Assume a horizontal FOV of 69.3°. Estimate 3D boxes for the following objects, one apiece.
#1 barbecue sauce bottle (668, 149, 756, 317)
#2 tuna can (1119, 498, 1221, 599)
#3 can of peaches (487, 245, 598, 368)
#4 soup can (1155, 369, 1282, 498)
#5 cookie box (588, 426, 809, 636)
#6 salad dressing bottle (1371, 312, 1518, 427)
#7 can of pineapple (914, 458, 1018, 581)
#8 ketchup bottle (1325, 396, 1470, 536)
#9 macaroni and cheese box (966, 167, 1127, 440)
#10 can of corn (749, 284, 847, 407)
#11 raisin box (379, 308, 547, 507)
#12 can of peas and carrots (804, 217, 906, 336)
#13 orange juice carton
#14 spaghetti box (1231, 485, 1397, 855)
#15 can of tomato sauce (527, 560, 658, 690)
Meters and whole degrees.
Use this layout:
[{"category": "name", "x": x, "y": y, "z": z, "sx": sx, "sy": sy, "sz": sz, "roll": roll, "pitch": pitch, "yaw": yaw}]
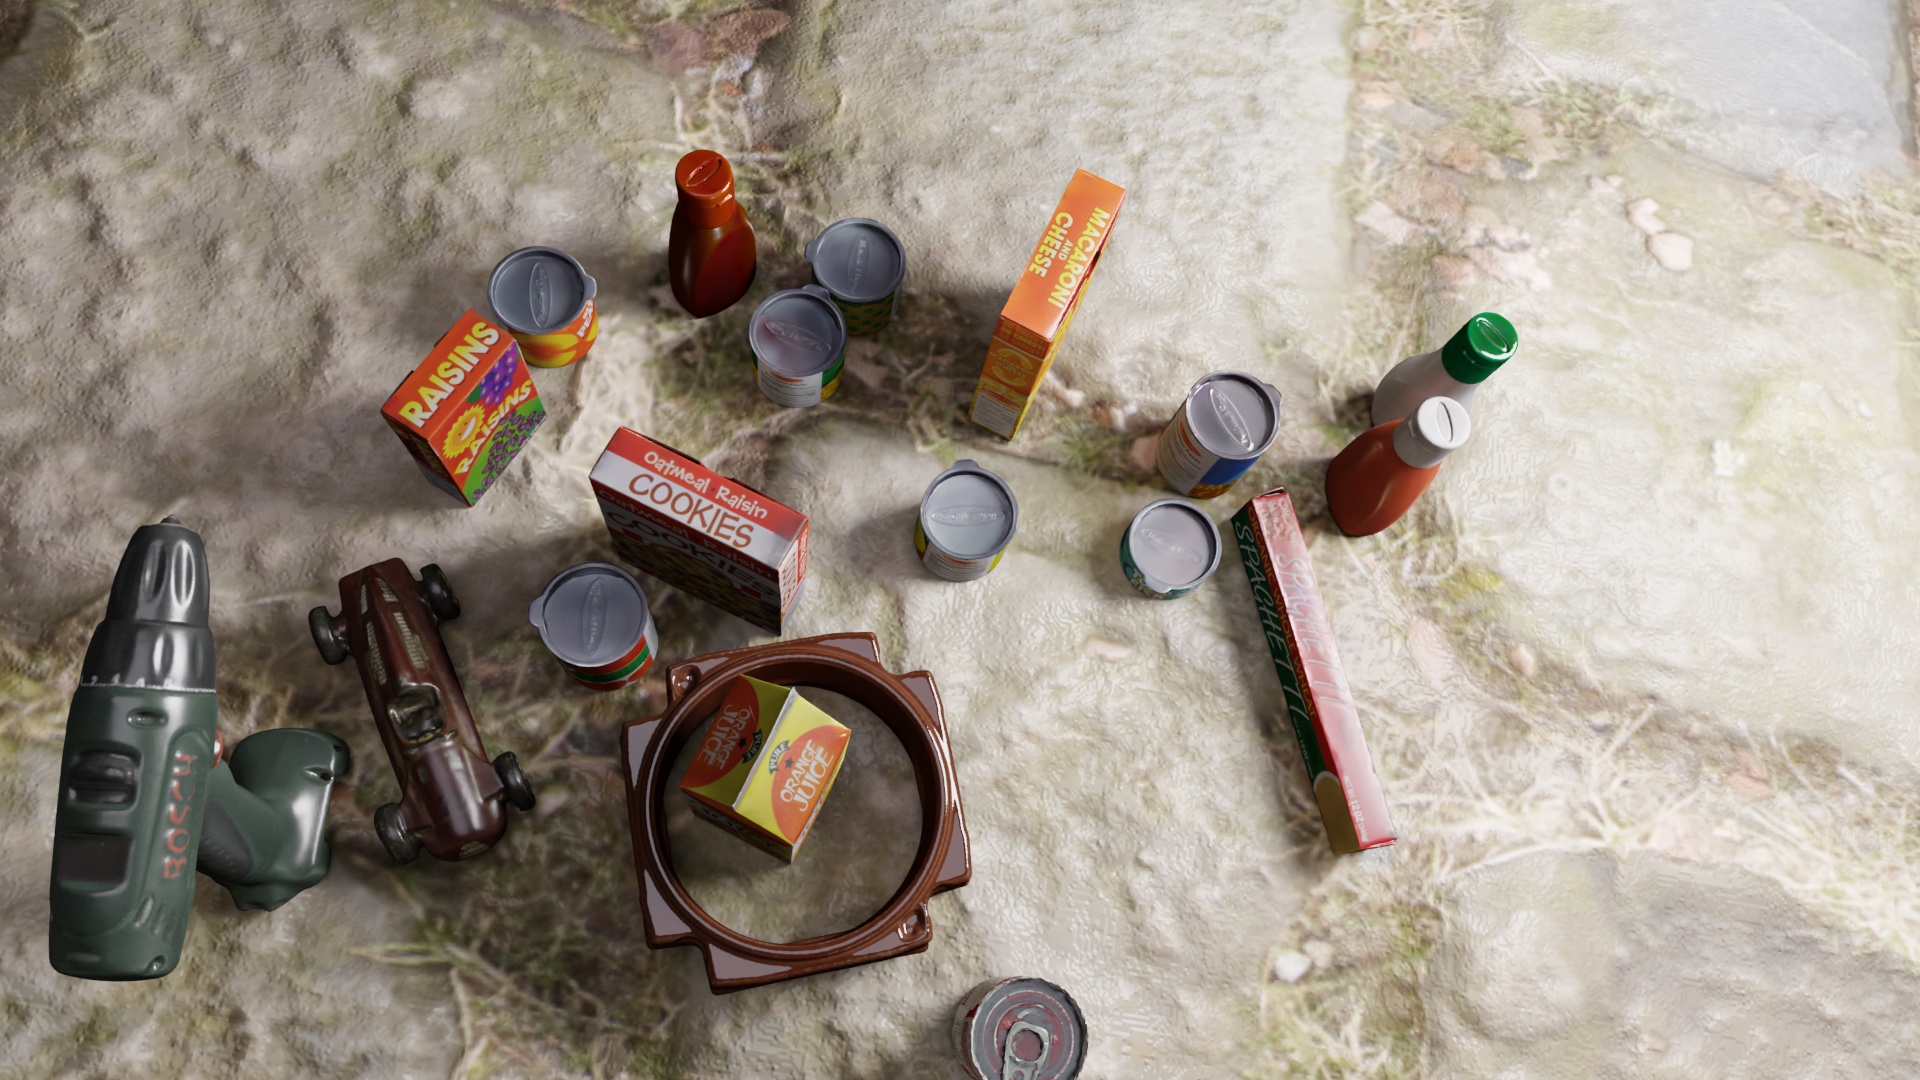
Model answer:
[{"category": "barbecue sauce bottle", "x": -0.169, "y": -0.208, "z": 0.939, "sx": 0.044, "sy": 0.148, "sz": 0.065, "roll": 44, "pitch": 73, "yaw": 7}, {"category": "tuna can", "x": 0.145, "y": 0.009, "z": 0.971, "sx": 0.071, "sy": 0.032, "sz": 0.071, "roll": 2, "pitch": 72, "yaw": -7}, {"category": "can of peaches", "x": -0.283, "y": -0.160, "z": 0.956, "sx": 0.071, "sy": 0.058, "sz": 0.071, "roll": 2, "pitch": 72, "yaw": -7}, {"category": "soup can", "x": 0.181, "y": -0.074, "z": 0.975, "sx": 0.071, "sy": 0.083, "sz": 0.071, "roll": 2, "pitch": 72, "yaw": -7}, {"category": "cookie box", "x": -0.158, "y": -0.001, "z": 0.864, "sx": 0.123, "sy": 0.167, "sz": 0.040, "roll": 26, "pitch": 71, "yaw": 1}, {"category": "salad dressing bottle", "x": 0.339, "y": -0.111, "z": 0.974, "sx": 0.044, "sy": 0.147, "sz": 0.064, "roll": -37, "pitch": 81, "yaw": -16}, {"category": "can of pineapple", "x": 0.003, "y": -0.012, "z": 0.946, "sx": 0.071, "sy": 0.057, "sz": 0.071, "roll": 2, "pitch": 72, "yaw": -7}, {"category": "ketchup bottle", "x": 0.297, "y": -0.053, "z": 0.949, "sx": 0.043, "sy": 0.148, "sz": 0.065, "roll": -4, "pitch": 73, "yaw": -9}, {"category": "macaroni and cheese box", "x": 0.057, "y": -0.155, "z": 0.942, "sx": 0.040, "sy": 0.166, "sz": 0.124, "roll": 26, "pitch": 71, "yaw": 1}, {"category": "can of corn", "x": -0.112, "y": -0.135, "z": 0.971, "sx": 0.071, "sy": 0.058, "sz": 0.071, "roll": 2, "pitch": 72, "yaw": -7}, {"category": "raisin box", "x": -0.315, "y": -0.083, "z": 0.893, "sx": 0.040, "sy": 0.123, "sz": 0.086, "roll": 33, "pitch": 72, "yaw": 4}, {"category": "can of peas and carrots", "x": -0.077, "y": -0.187, "z": 0.992, "sx": 0.071, "sy": 0.058, "sz": 0.071, "roll": 2, "pitch": 72, "yaw": -7}, {"category": "orange juice carton", "x": -0.114, "y": 0.135, "z": 0.812, "sx": 0.073, "sy": 0.192, "sz": 0.072, "roll": 27, "pitch": 71, "yaw": 2}, {"category": "spaghetti box", "x": 0.238, "y": 0.088, "z": 0.948, "sx": 0.029, "sy": 0.050, "sz": 0.250, "roll": -11, "pitch": 74, "yaw": -10}, {"category": "can of tomato sauce", "x": -0.230, "y": 0.056, "z": 0.880, "sx": 0.071, "sy": 0.083, "sz": 0.071, "roll": 2, "pitch": 72, "yaw": -7}]
